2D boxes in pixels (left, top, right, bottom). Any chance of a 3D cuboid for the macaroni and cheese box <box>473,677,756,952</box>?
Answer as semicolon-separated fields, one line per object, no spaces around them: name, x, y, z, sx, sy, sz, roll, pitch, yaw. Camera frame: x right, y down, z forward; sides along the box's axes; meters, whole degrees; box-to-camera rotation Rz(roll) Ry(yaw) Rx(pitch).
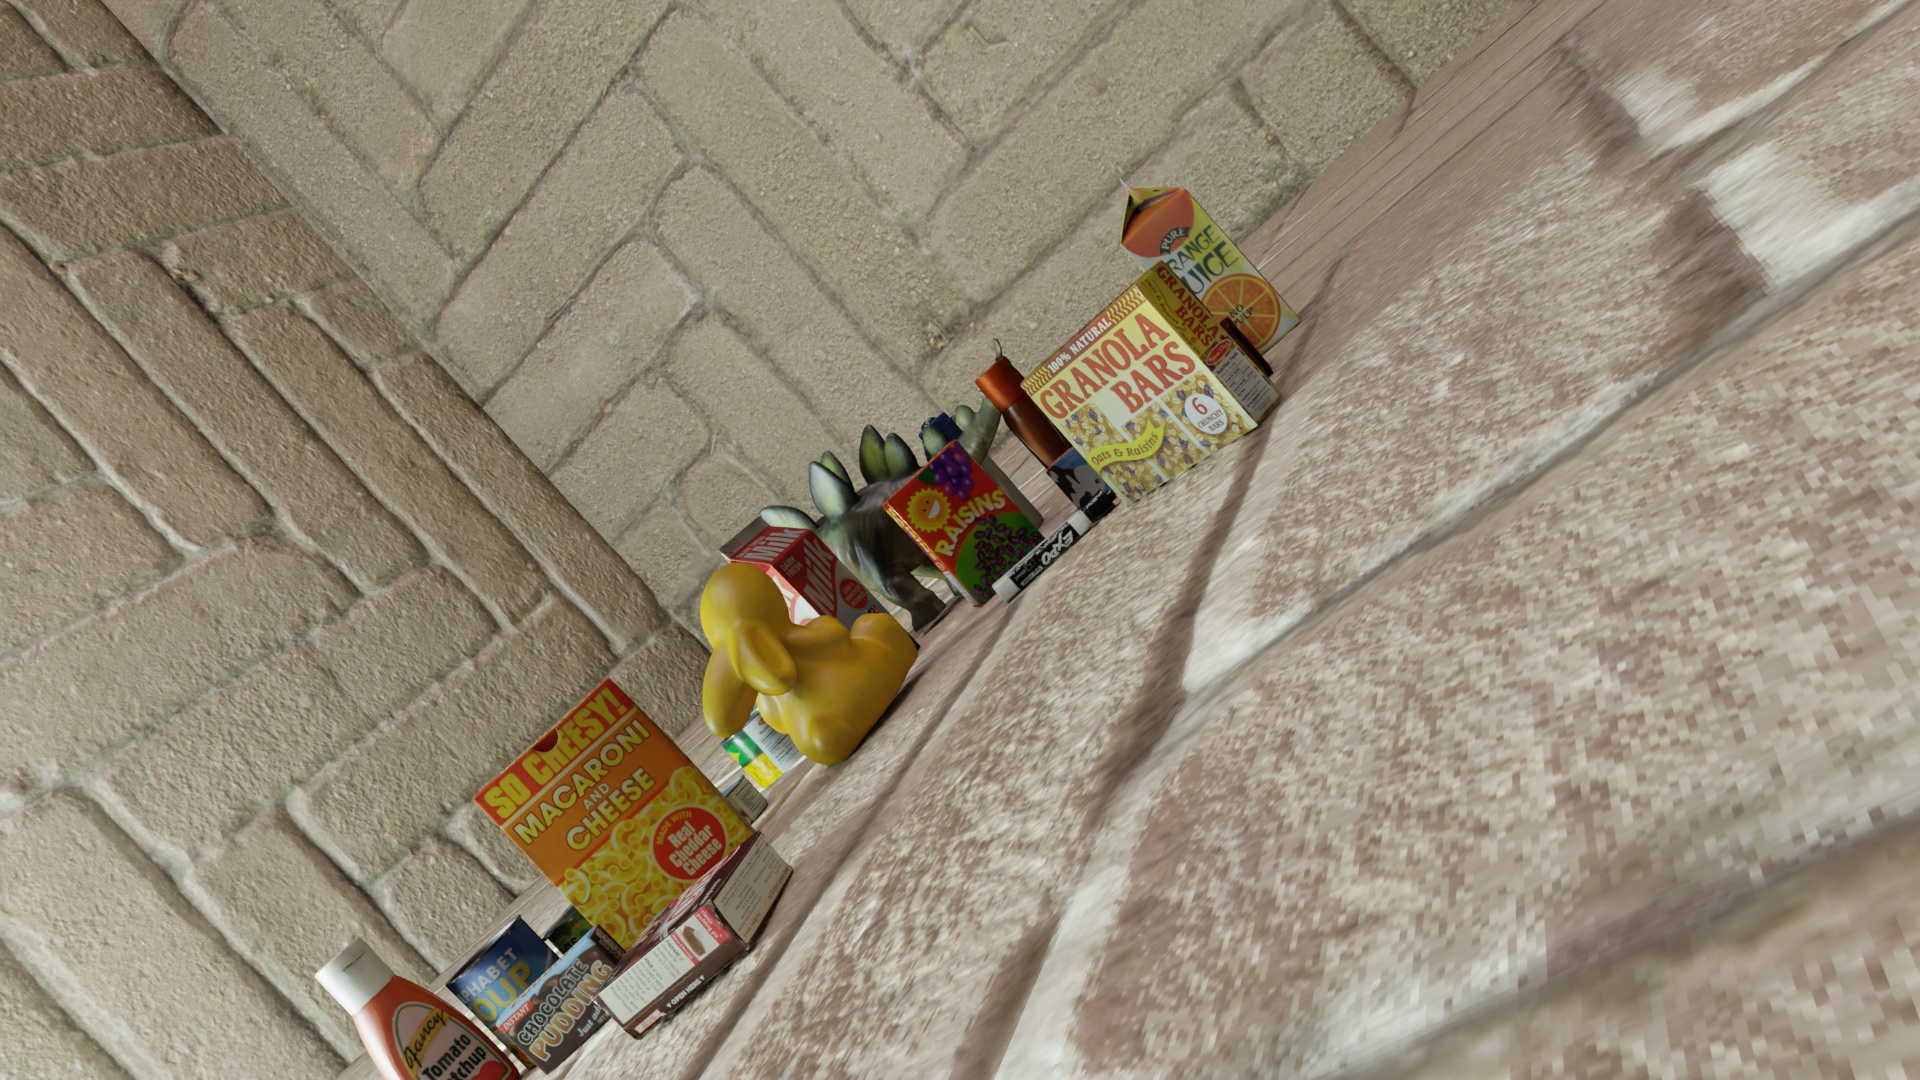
macaroni and cheese box;-0.239;0.198;0.985;0.124;0.166;0.040;-43;4;-14

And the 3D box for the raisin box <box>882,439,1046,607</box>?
raisin box;0.004;-0.015;1.216;0.086;0.123;0.040;-43;4;-8

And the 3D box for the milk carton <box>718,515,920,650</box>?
milk carton;-0.136;0.062;1.262;0.073;0.190;0.073;-40;5;37

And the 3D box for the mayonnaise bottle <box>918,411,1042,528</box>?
mayonnaise bottle;0.020;-0.062;1.382;0.041;0.148;0.065;-41;4;14

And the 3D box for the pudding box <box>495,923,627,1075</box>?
pudding box;-0.252;0.297;0.901;0.084;0.049;0.030;-42;4;-1

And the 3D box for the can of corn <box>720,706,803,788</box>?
can of corn;-0.181;0.189;1.296;0.071;0.058;0.071;-42;4;4

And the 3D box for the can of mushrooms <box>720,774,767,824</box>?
can of mushrooms;-0.199;0.234;1.174;0.071;0.033;0.071;-42;4;4

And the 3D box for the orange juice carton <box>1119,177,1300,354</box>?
orange juice carton;0.202;-0.240;1.203;0.073;0.192;0.072;-41;4;14

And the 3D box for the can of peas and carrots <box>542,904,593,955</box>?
can of peas and carrots;-0.264;0.290;1.026;0.071;0.058;0.071;-42;4;4

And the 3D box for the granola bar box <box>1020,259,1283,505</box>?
granola bar box;0.129;-0.106;0.975;0.039;0.124;0.165;-45;5;-31

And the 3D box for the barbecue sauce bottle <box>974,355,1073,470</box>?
barbecue sauce bottle;0.074;-0.098;1.235;0.043;0.148;0.065;-41;4;17

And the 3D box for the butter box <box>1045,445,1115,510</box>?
butter box;0.126;-0.072;1.154;0.103;0.053;0.024;-41;4;17

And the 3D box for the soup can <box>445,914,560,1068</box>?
soup can;-0.308;0.318;0.975;0.071;0.084;0.071;-42;4;4

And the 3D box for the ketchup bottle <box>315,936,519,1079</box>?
ketchup bottle;-0.373;0.336;0.945;0.043;0.149;0.065;-39;5;45
